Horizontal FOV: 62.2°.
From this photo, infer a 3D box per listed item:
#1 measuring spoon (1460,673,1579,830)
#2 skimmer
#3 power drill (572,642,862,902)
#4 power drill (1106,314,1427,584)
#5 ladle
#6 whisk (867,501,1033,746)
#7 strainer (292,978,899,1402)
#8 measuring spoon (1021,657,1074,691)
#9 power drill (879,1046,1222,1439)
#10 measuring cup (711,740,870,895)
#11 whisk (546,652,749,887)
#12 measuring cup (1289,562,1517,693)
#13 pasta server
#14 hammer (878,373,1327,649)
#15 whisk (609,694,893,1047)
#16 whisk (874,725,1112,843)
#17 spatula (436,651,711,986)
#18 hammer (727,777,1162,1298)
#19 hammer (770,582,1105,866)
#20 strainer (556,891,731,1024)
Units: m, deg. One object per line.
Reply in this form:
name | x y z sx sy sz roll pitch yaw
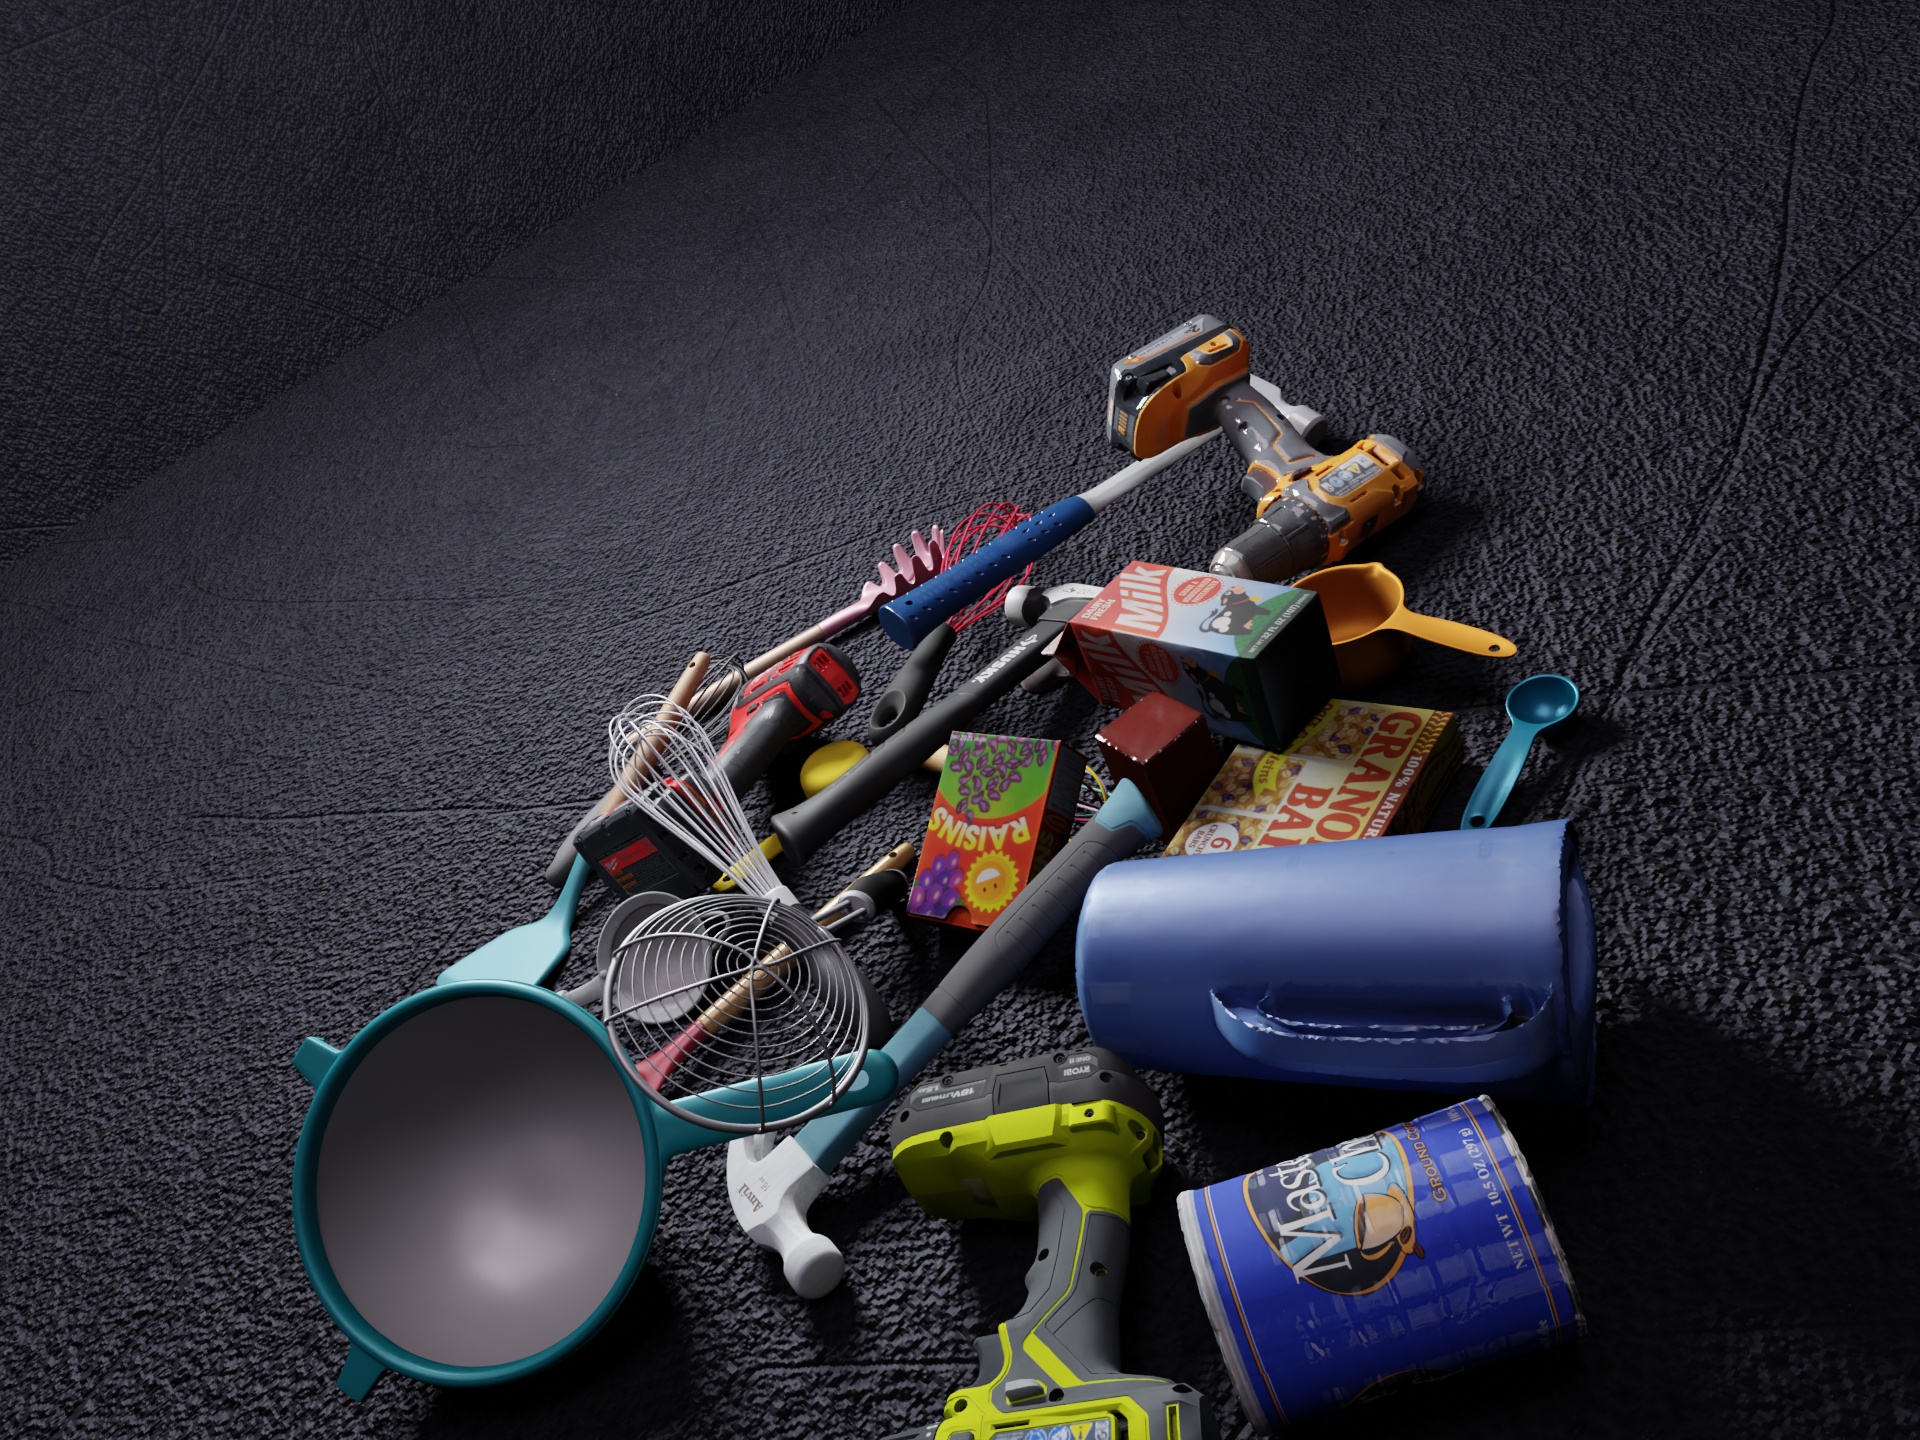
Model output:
measuring spoon | 0.328 0.026 0.939 0.042 0.021 0.129 14 59 42
skimmer | -0.085 0.133 0.874 0.090 0.127 0.363 -59 -7 4
power drill | -0.173 0.037 1.162 0.143 0.078 0.220 -26 19 47
power drill | 0.204 -0.192 1.187 0.185 0.084 0.226 -33 60 -21
ladle | -0.145 0.178 1.015 0.315 0.031 0.069 -40 46 -24
whisk | -0.006 -0.079 1.230 0.073 0.073 0.296 -3 39 29
strainer | -0.191 0.235 0.881 0.340 0.095 0.211 -16 76 6
measuring spoon | 0.099 -0.045 1.166 0.124 0.018 0.034 -10 37 24
power drill | 0.019 0.276 0.739 0.190 0.080 0.229 -14 38 14
measuring cup | -0.124 0.068 1.143 0.156 0.029 0.062 -41 37 -26
whisk | -0.243 0.037 1.244 0.055 0.055 0.239 13 56 42
measuring cup | 0.283 -0.047 1.028 0.095 0.052 0.174 -42 40 -24
pasta server | -0.143 -0.067 1.332 0.316 0.040 0.060 -31 22 -7
hammer | 0.101 -0.174 1.249 0.405 0.035 0.144 -34 56 -24
whisk | -0.132 0.092 0.995 0.070 0.070 0.285 -36 68 -16
whisk | 0.019 0.034 1.093 0.051 0.047 0.245 -32 30 -29
spatula | -0.268 0.074 1.179 0.082 0.044 0.318 10 62 32
hammer | -0.003 0.160 0.897 0.331 0.033 0.128 -46 39 -11
hammer | -0.002 -0.004 1.096 0.146 0.035 0.335 9 38 44
strainer | -0.258 0.186 1.063 0.258 0.050 0.087 -26 77 8
